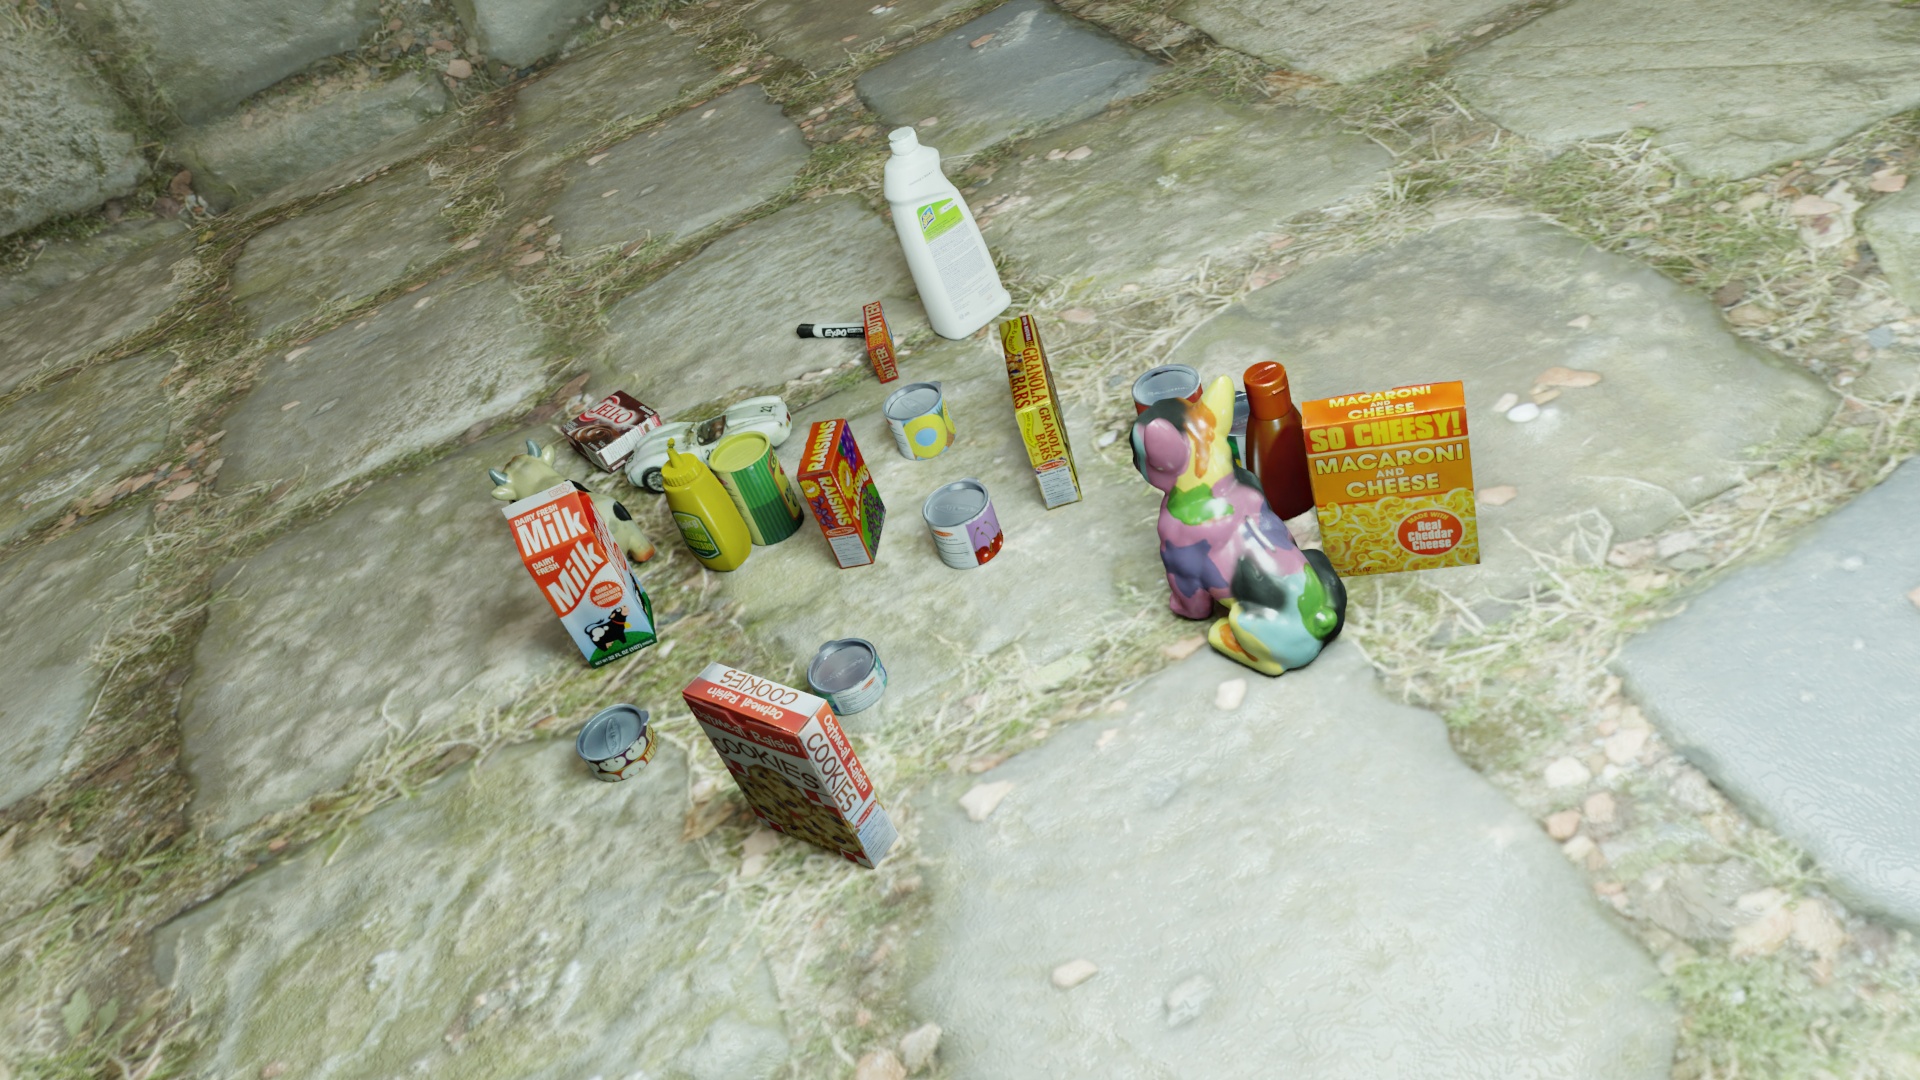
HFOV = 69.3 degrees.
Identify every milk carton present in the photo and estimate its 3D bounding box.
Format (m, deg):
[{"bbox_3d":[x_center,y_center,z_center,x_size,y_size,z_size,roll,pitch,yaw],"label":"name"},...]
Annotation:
[{"bbox_3d":[-0.368,0.026,1.348,0.072,0.189,0.074,-24,38,-3],"label":"milk carton"}]

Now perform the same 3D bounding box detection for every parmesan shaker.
[{"bbox_3d":[-0.211,-0.055,1.442,0.071,0.102,0.072,-13,39,11],"label":"parmesan shaker"}]

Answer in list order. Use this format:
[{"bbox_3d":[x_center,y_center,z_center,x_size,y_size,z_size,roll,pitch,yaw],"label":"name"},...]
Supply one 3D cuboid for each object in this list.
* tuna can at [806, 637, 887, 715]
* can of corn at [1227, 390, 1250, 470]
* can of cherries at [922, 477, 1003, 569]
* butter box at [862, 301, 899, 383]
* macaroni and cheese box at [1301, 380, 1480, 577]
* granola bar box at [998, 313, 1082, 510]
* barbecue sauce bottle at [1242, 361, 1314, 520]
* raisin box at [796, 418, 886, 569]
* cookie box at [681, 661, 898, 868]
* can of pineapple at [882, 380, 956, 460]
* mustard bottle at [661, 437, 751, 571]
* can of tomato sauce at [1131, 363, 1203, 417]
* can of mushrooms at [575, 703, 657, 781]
[{"bbox_3d":[-0.102,0.120,1.241,0.071,0.032,0.071,-13,39,11],"label":"tuna can"},{"bbox_3d":[0.272,-0.099,1.307,0.071,0.058,0.071,-13,39,11],"label":"can of corn"},{"bbox_3d":[0.005,-0.017,1.333,0.071,0.058,0.072,-13,39,11],"label":"can of cherries"},{"bbox_3d":[-0.094,-0.235,1.641,0.024,0.053,0.104,-17,38,6],"label":"butter box"},{"bbox_3d":[0.348,-0.047,1.122,0.123,0.165,0.040,-7,40,18],"label":"macaroni and cheese box"},{"bbox_3d":[0.079,-0.130,1.379,0.039,0.123,0.166,-16,38,7],"label":"granola bar box"},{"bbox_3d":[0.278,-0.088,1.218,0.065,0.148,0.044,-29,39,-10],"label":"barbecue sauce bottle"},{"bbox_3d":[-0.117,-0.046,1.372,0.040,0.122,0.086,-9,40,16],"label":"raisin box"},{"bbox_3d":[-0.132,0.176,1.080,0.123,0.166,0.040,12,49,35],"label":"cookie box"},{"bbox_3d":[-0.042,-0.129,1.487,0.071,0.057,0.071,-13,39,11],"label":"can of pineapple"},{"bbox_3d":[-0.266,-0.039,1.403,0.065,0.159,0.049,8,47,32],"label":"mustard bottle"},{"bbox_3d":[0.206,-0.117,1.338,0.071,0.082,0.071,-13,39,11],"label":"can of tomato sauce"},{"bbox_3d":[-0.309,0.183,1.262,0.071,0.033,0.071,-13,39,11],"label":"can of mushrooms"}]
